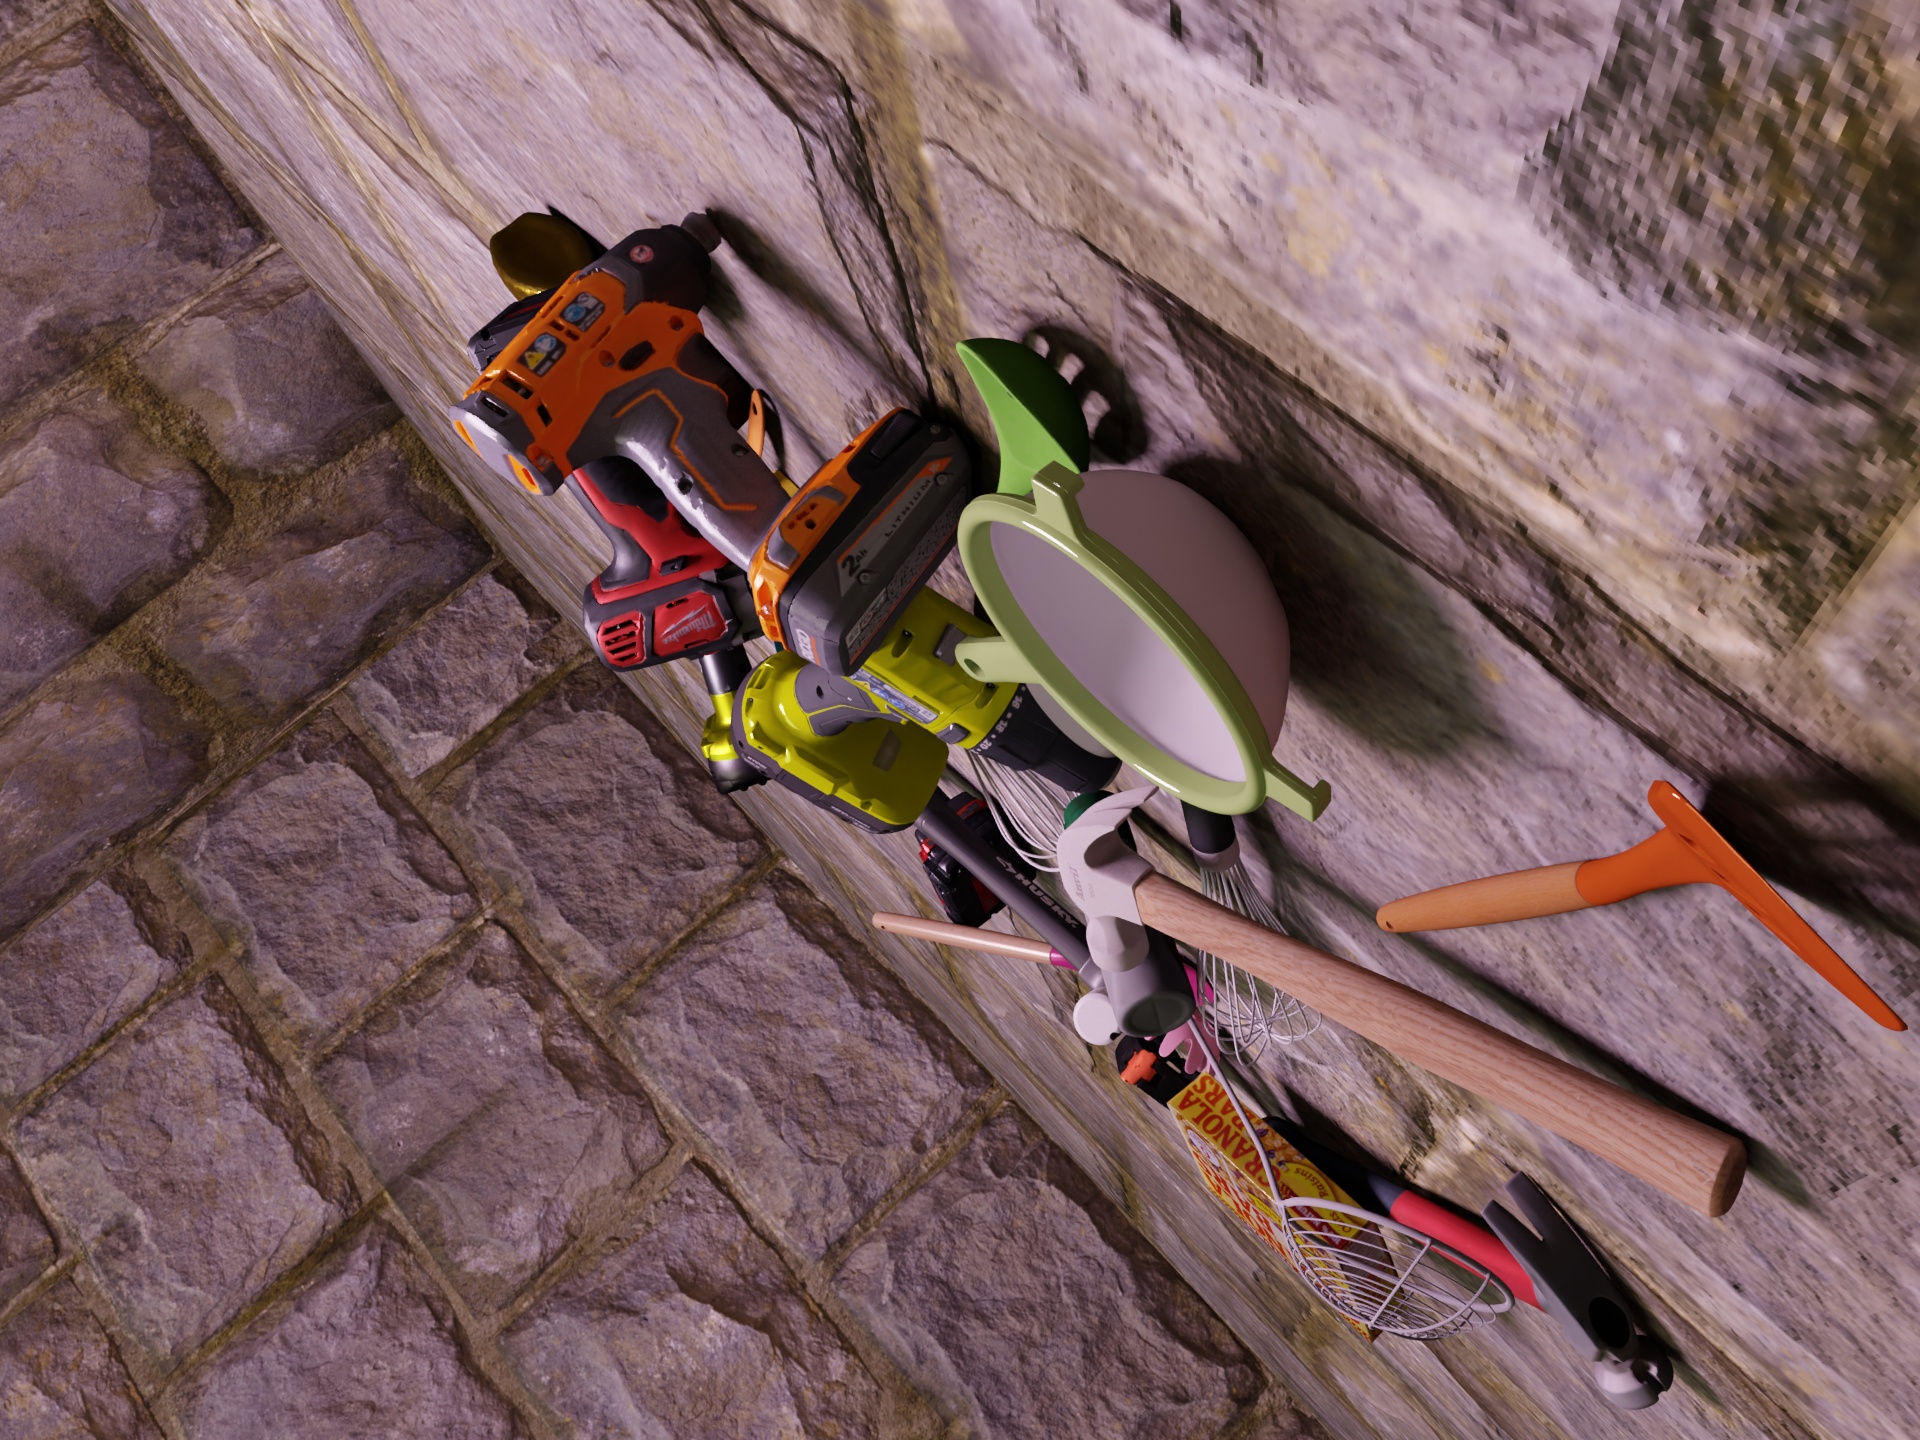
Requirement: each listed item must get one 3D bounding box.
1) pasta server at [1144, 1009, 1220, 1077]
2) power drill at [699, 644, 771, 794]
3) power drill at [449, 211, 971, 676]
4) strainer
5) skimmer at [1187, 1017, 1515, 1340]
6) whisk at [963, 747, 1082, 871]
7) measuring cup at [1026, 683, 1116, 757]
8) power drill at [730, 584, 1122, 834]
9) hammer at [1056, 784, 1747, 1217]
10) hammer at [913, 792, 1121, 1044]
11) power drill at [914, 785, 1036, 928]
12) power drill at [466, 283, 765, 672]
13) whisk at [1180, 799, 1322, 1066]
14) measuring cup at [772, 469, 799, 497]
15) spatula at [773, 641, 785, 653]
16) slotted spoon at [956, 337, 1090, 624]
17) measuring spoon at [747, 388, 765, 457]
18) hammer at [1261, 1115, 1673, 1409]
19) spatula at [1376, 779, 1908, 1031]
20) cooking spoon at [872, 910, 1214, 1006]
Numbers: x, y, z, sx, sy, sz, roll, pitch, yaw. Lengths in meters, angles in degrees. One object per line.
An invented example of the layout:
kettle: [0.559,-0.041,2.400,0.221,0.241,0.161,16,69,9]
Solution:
pasta server: [0.110,0.198,1.262,0.060,0.040,0.316,35,178,-30]
power drill: [-0.192,-0.069,1.278,0.171,0.080,0.223,-107,0,-71]
power drill: [-0.106,-0.142,0.758,0.226,0.164,0.084,33,165,11]
strainer: [0.059,-0.042,0.632,0.151,0.069,0.256,49,169,-12]
skimmer: [0.180,0.196,0.935,0.364,0.090,0.127,61,175,32]
whisk: [-0.002,-0.003,1.021,0.246,0.059,0.057,50,-157,15]
measuring cup: [0.066,-0.023,0.730,0.083,0.038,0.167,48,170,3]
power drill: [-0.028,-0.002,0.909,0.190,0.080,0.228,32,157,-13]
hammer: [0.170,0.118,0.692,0.331,0.031,0.129,24,145,41]
hammer: [0.001,0.078,1.052,0.335,0.035,0.146,40,-160,16]
power drill: [-0.040,0.062,1.292,0.220,0.078,0.143,45,168,29]
power drill: [-0.157,-0.145,0.913,0.080,0.188,0.226,-85,-23,-62]
whisk: [0.134,0.082,0.799,0.070,0.070,0.284,37,158,43]
measuring cup: [-0.145,-0.154,1.090,0.157,0.029,0.062,33,160,45]
spatula: [-0.158,-0.136,1.148,0.318,0.082,0.044,42,139,47]
slotted spoon: [0.020,-0.092,0.714,0.070,0.031,0.313,47,170,8]
measuring spoon: [-0.132,-0.169,0.989,0.117,0.011,0.021,117,133,-64]
hammer: [0.272,0.298,1.001,0.143,0.038,0.386,52,167,-10]
spatula: [0.197,0.062,0.536,0.081,0.041,0.322,47,169,4]
cooking spoon: [0.051,0.171,1.188,0.319,0.017,0.068,4,141,41]
